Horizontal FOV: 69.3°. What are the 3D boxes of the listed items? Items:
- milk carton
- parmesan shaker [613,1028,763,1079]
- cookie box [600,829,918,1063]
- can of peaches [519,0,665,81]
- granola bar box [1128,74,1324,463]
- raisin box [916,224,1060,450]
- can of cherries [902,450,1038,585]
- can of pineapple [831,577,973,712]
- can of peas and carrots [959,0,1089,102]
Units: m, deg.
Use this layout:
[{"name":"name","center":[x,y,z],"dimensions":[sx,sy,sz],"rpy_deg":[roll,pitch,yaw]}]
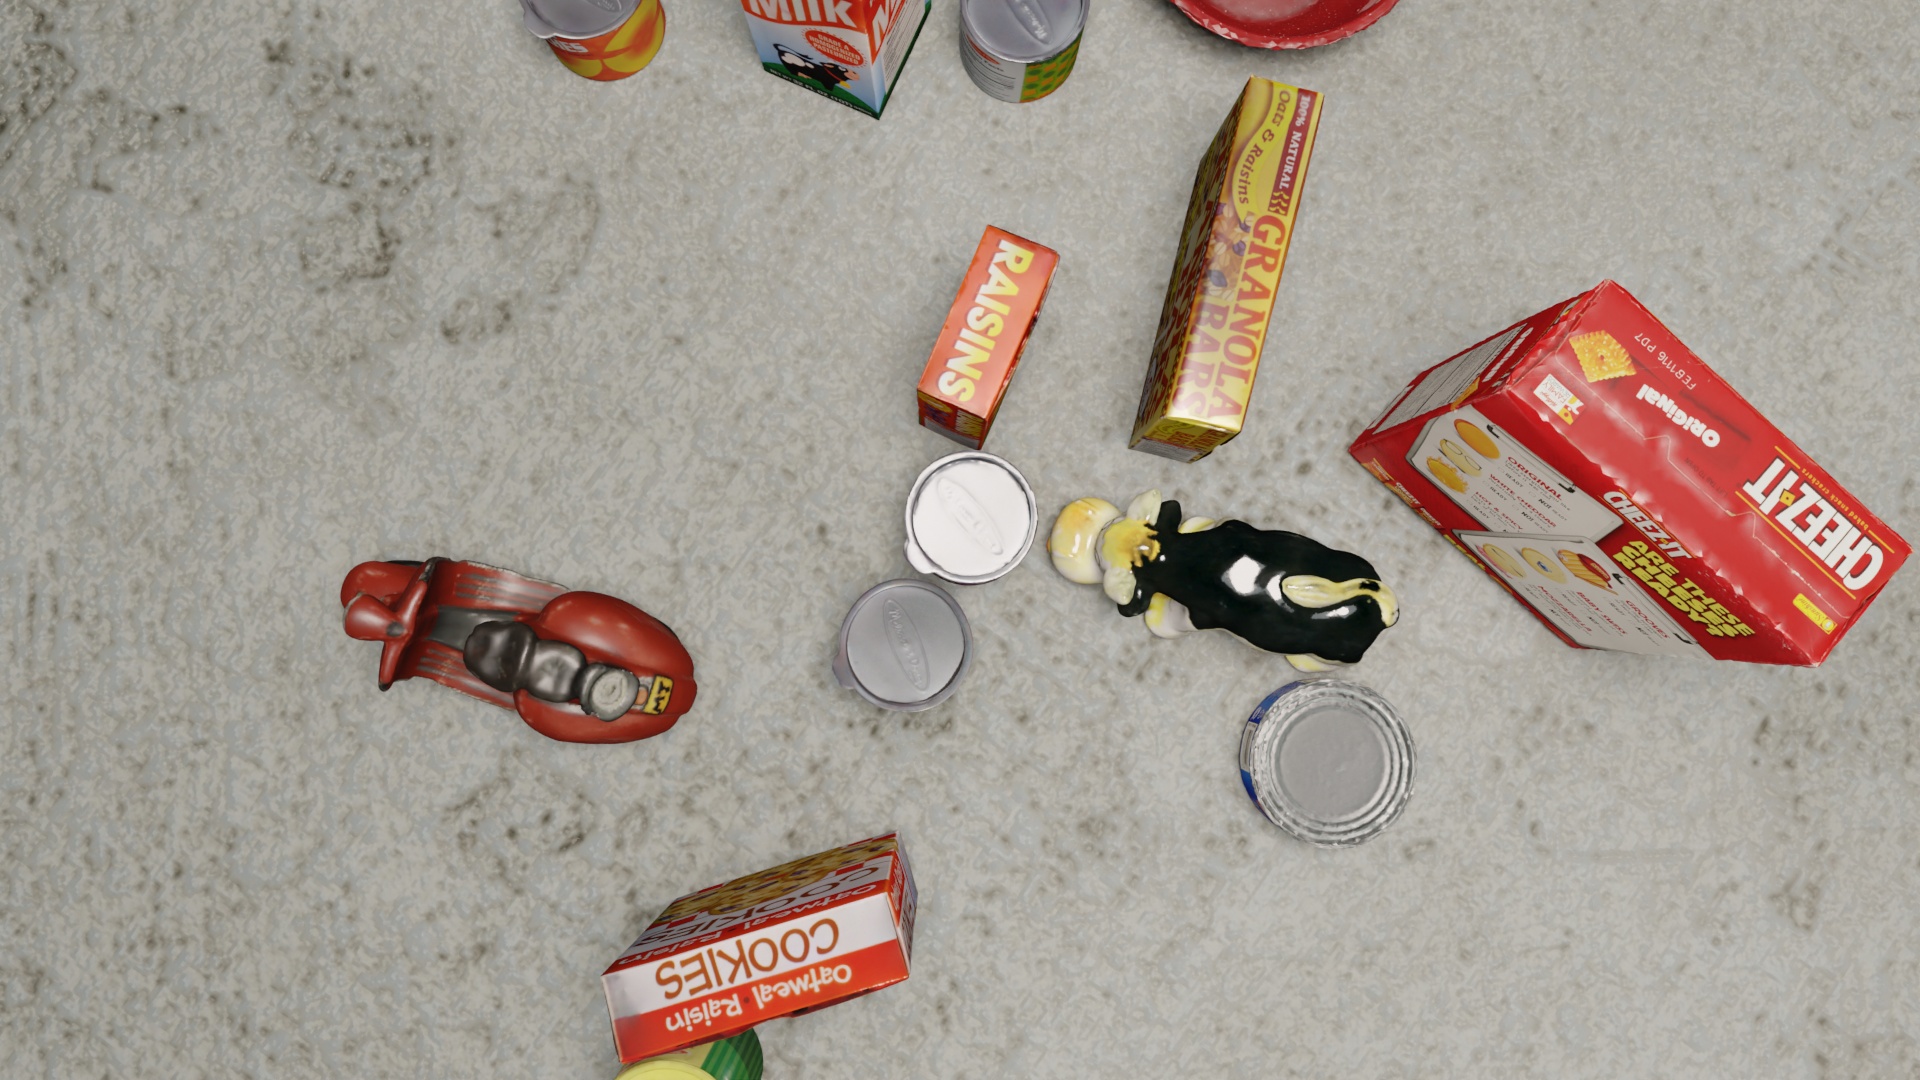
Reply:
[{"name":"milk carton","center":[-0.061,-0.280,0.663],"dimensions":[0.072,0.190,0.073],"rpy_deg":[24,87,1]},{"name":"parmesan shaker","center":[-0.130,0.267,0.668],"dimensions":[0.071,0.103,0.071],"rpy_deg":[0,87,-1]},{"name":"cookie box","center":[-0.084,0.182,0.643],"dimensions":[0.123,0.167,0.040],"rpy_deg":[-17,87,-2]},{"name":"can of peaches","center":[-0.194,-0.281,0.727],"dimensions":[0.071,0.058,0.071],"rpy_deg":[0,86,-1]},{"name":"granola bar box","center":[0.129,-0.127,0.690],"dimensions":[0.039,0.124,0.165],"rpy_deg":[15,86,0]},{"name":"raisin box","center":[0.012,-0.095,0.686],"dimensions":[0.040,0.123,0.086],"rpy_deg":[24,86,1]},{"name":"can of cherries","center":[0.003,-0.009,0.712],"dimensions":[0.071,0.058,0.071],"rpy_deg":[0,86,-1]},{"name":"can of pineapple","center":[-0.029,0.053,0.708],"dimensions":[0.071,0.058,0.071],"rpy_deg":[0,86,-1]},{"name":"can of peas and carrots","center":[0.034,-0.274,0.731],"dimensions":[0.071,0.058,0.071],"rpy_deg":[0,86,-1]}]
